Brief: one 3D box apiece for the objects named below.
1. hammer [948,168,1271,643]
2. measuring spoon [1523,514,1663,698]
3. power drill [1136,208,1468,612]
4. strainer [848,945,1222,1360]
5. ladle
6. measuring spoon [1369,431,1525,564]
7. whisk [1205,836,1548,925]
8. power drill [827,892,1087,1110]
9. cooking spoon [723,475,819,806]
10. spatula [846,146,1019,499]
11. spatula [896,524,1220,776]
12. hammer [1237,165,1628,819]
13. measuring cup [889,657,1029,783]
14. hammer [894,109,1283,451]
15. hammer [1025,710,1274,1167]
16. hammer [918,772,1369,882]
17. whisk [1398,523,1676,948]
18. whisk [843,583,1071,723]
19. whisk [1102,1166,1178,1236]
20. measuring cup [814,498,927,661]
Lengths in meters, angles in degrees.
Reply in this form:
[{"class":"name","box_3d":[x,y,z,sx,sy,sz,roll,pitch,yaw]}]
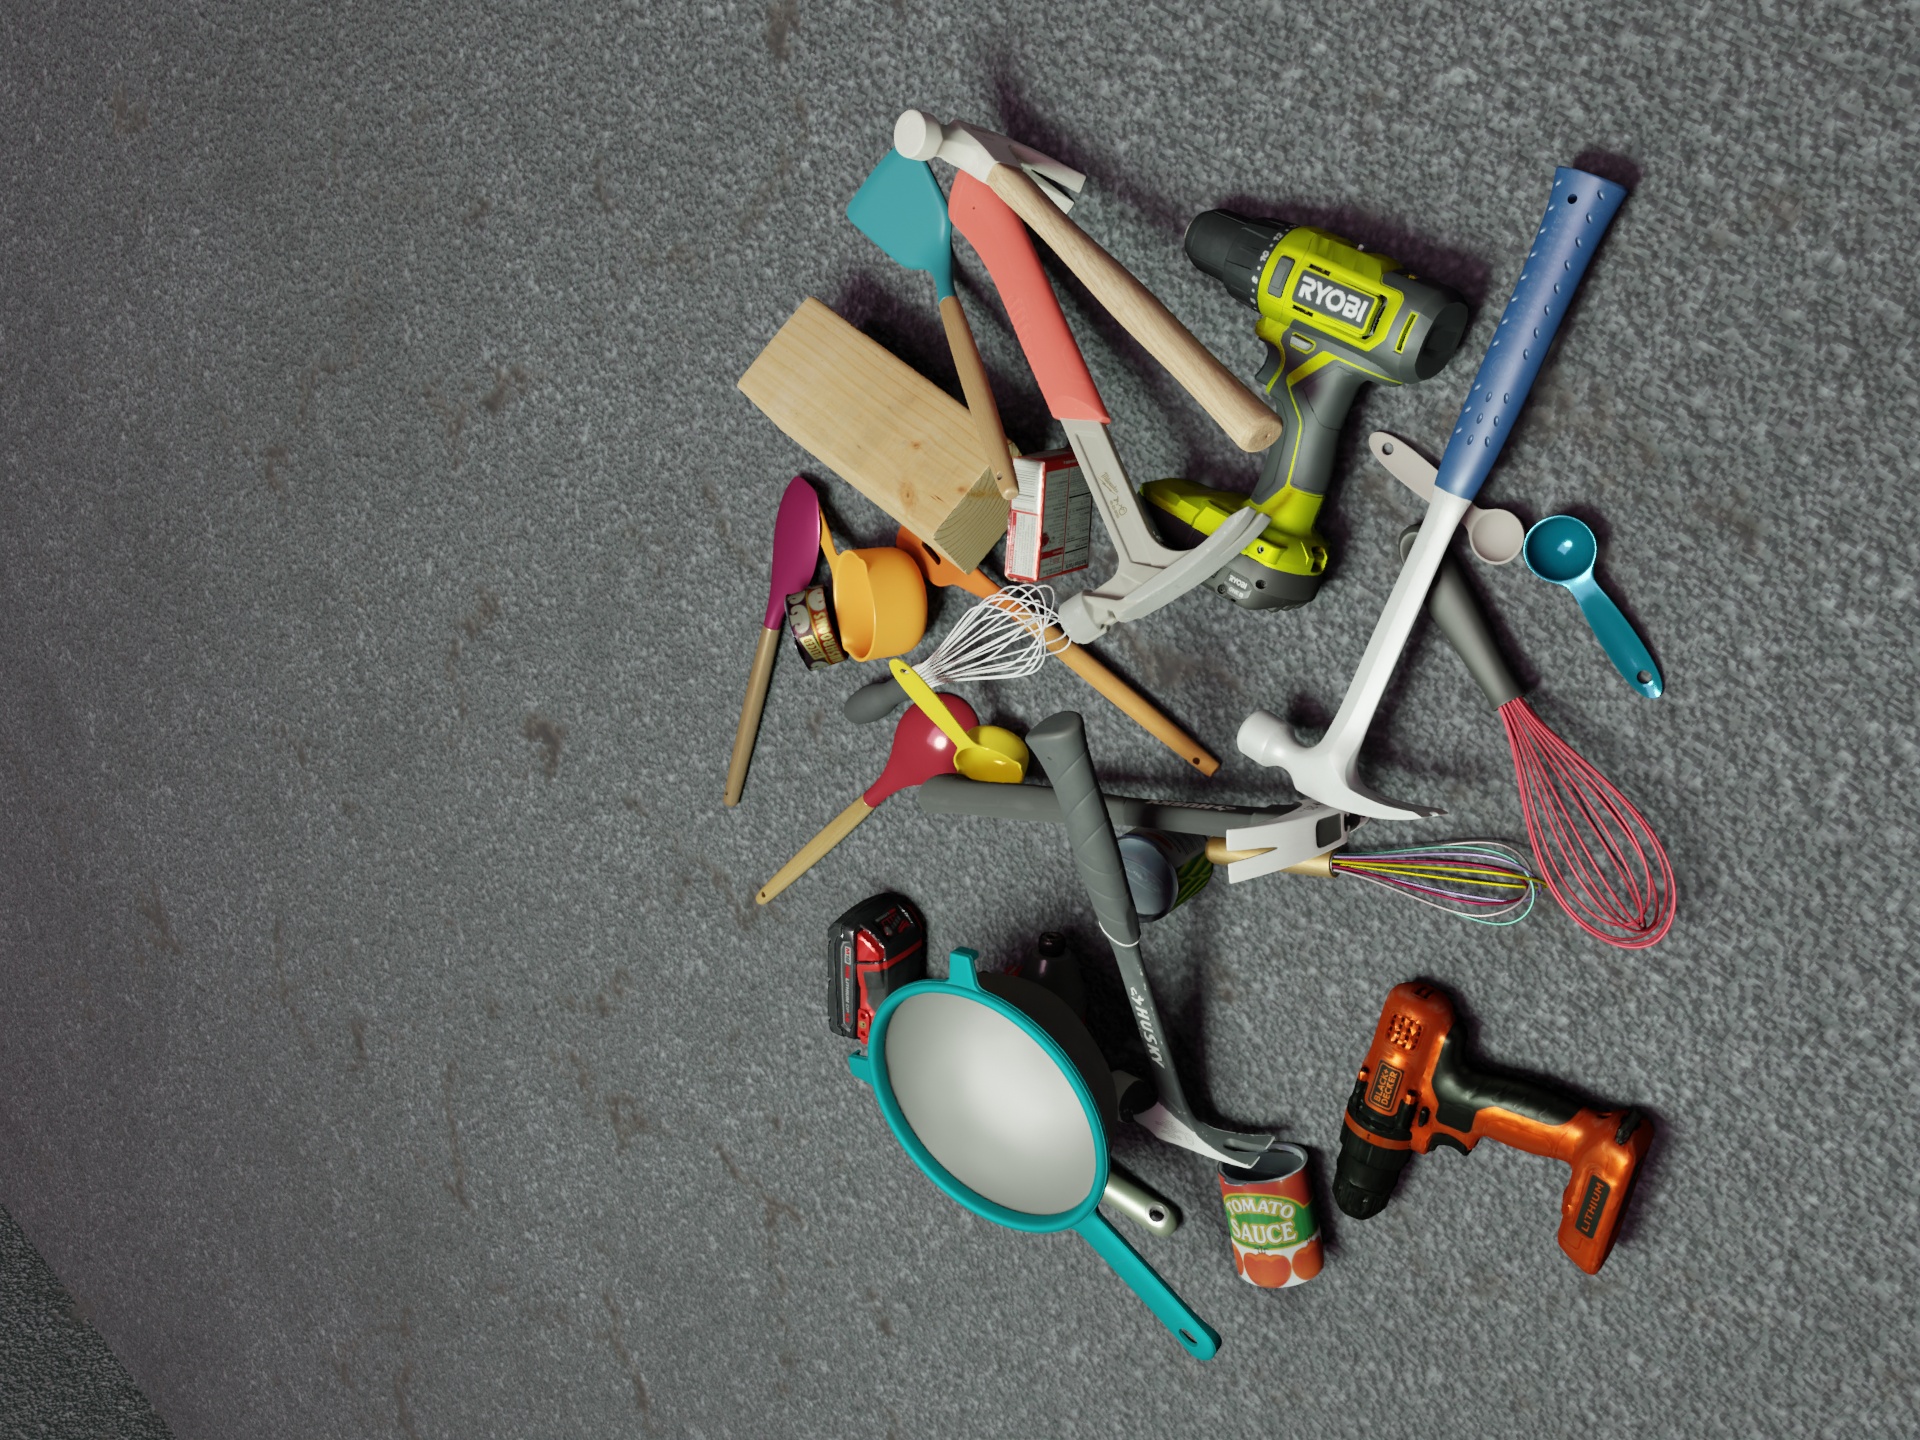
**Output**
[{"class":"hammer","box_3d":[0.075,-0.237,1.064,0.149,0.036,0.359,-33,65,30]},{"class":"measuring spoon","box_3d":[0.388,-0.070,0.965,0.042,0.021,0.128,-33,92,34]},{"class":"power drill","box_3d":[0.196,-0.204,1.027,0.191,0.080,0.228,35,119,31]},{"class":"strainer","box_3d":[0.083,0.311,1.171,0.340,0.095,0.211,46,134,8]},{"class":"ladle","box_3d":[-0.091,0.079,1.349,0.315,0.031,0.069,-43,76,38]},{"class":"measuring spoon","box_3d":[0.307,-0.144,1.004,0.124,0.018,0.034,47,127,25]},{"class":"whisk","box_3d":[0.276,0.101,1.078,0.245,0.047,0.051,3,106,40]},{"class":"power drill","box_3d":[0.001,0.219,1.290,0.220,0.078,0.143,13,111,30]},{"class":"cooking spoon","box_3d":[-0.167,-0.059,1.365,0.069,0.017,0.318,44,128,40]},{"class":"spatula","box_3d":[-0.011,-0.282,1.135,0.082,0.044,0.318,-40,51,34]},{"class":"spatula","box_3d":[0.070,-0.067,1.193,0.323,0.041,0.081,41,123,16]},{"class":"hammer","box_3d":[0.301,-0.126,0.968,0.144,0.035,0.405,35,115,37]},{"class":"measuring cup","box_3d":[-0.002,-0.004,1.206,0.062,0.029,0.156,-10,134,40]},{"class":"hammer","box_3d":[0.093,-0.285,1.020,0.332,0.130,0.031,52,128,27]},{"class":"hammer","box_3d":[0.118,0.160,1.097,0.149,0.036,0.408,17,138,42]},{"class":"hammer","box_3d":[0.106,0.065,1.129,0.335,0.146,0.035,3,103,38]},{"class":"whisk","box_3d":[0.351,0.005,0.986,0.073,0.073,0.296,-36,74,37]},{"class":"whisk","box_3d":[-0.013,-0.040,1.218,0.284,0.070,0.070,-24,88,53]},{"class":"whisk","box_3d":[0.070,0.345,1.296,0.246,0.058,0.059,29,157,23]},{"class":"measuring cup","box_3d":[-0.075,-0.124,1.270,0.095,0.052,0.174,108,147,-46]}]
